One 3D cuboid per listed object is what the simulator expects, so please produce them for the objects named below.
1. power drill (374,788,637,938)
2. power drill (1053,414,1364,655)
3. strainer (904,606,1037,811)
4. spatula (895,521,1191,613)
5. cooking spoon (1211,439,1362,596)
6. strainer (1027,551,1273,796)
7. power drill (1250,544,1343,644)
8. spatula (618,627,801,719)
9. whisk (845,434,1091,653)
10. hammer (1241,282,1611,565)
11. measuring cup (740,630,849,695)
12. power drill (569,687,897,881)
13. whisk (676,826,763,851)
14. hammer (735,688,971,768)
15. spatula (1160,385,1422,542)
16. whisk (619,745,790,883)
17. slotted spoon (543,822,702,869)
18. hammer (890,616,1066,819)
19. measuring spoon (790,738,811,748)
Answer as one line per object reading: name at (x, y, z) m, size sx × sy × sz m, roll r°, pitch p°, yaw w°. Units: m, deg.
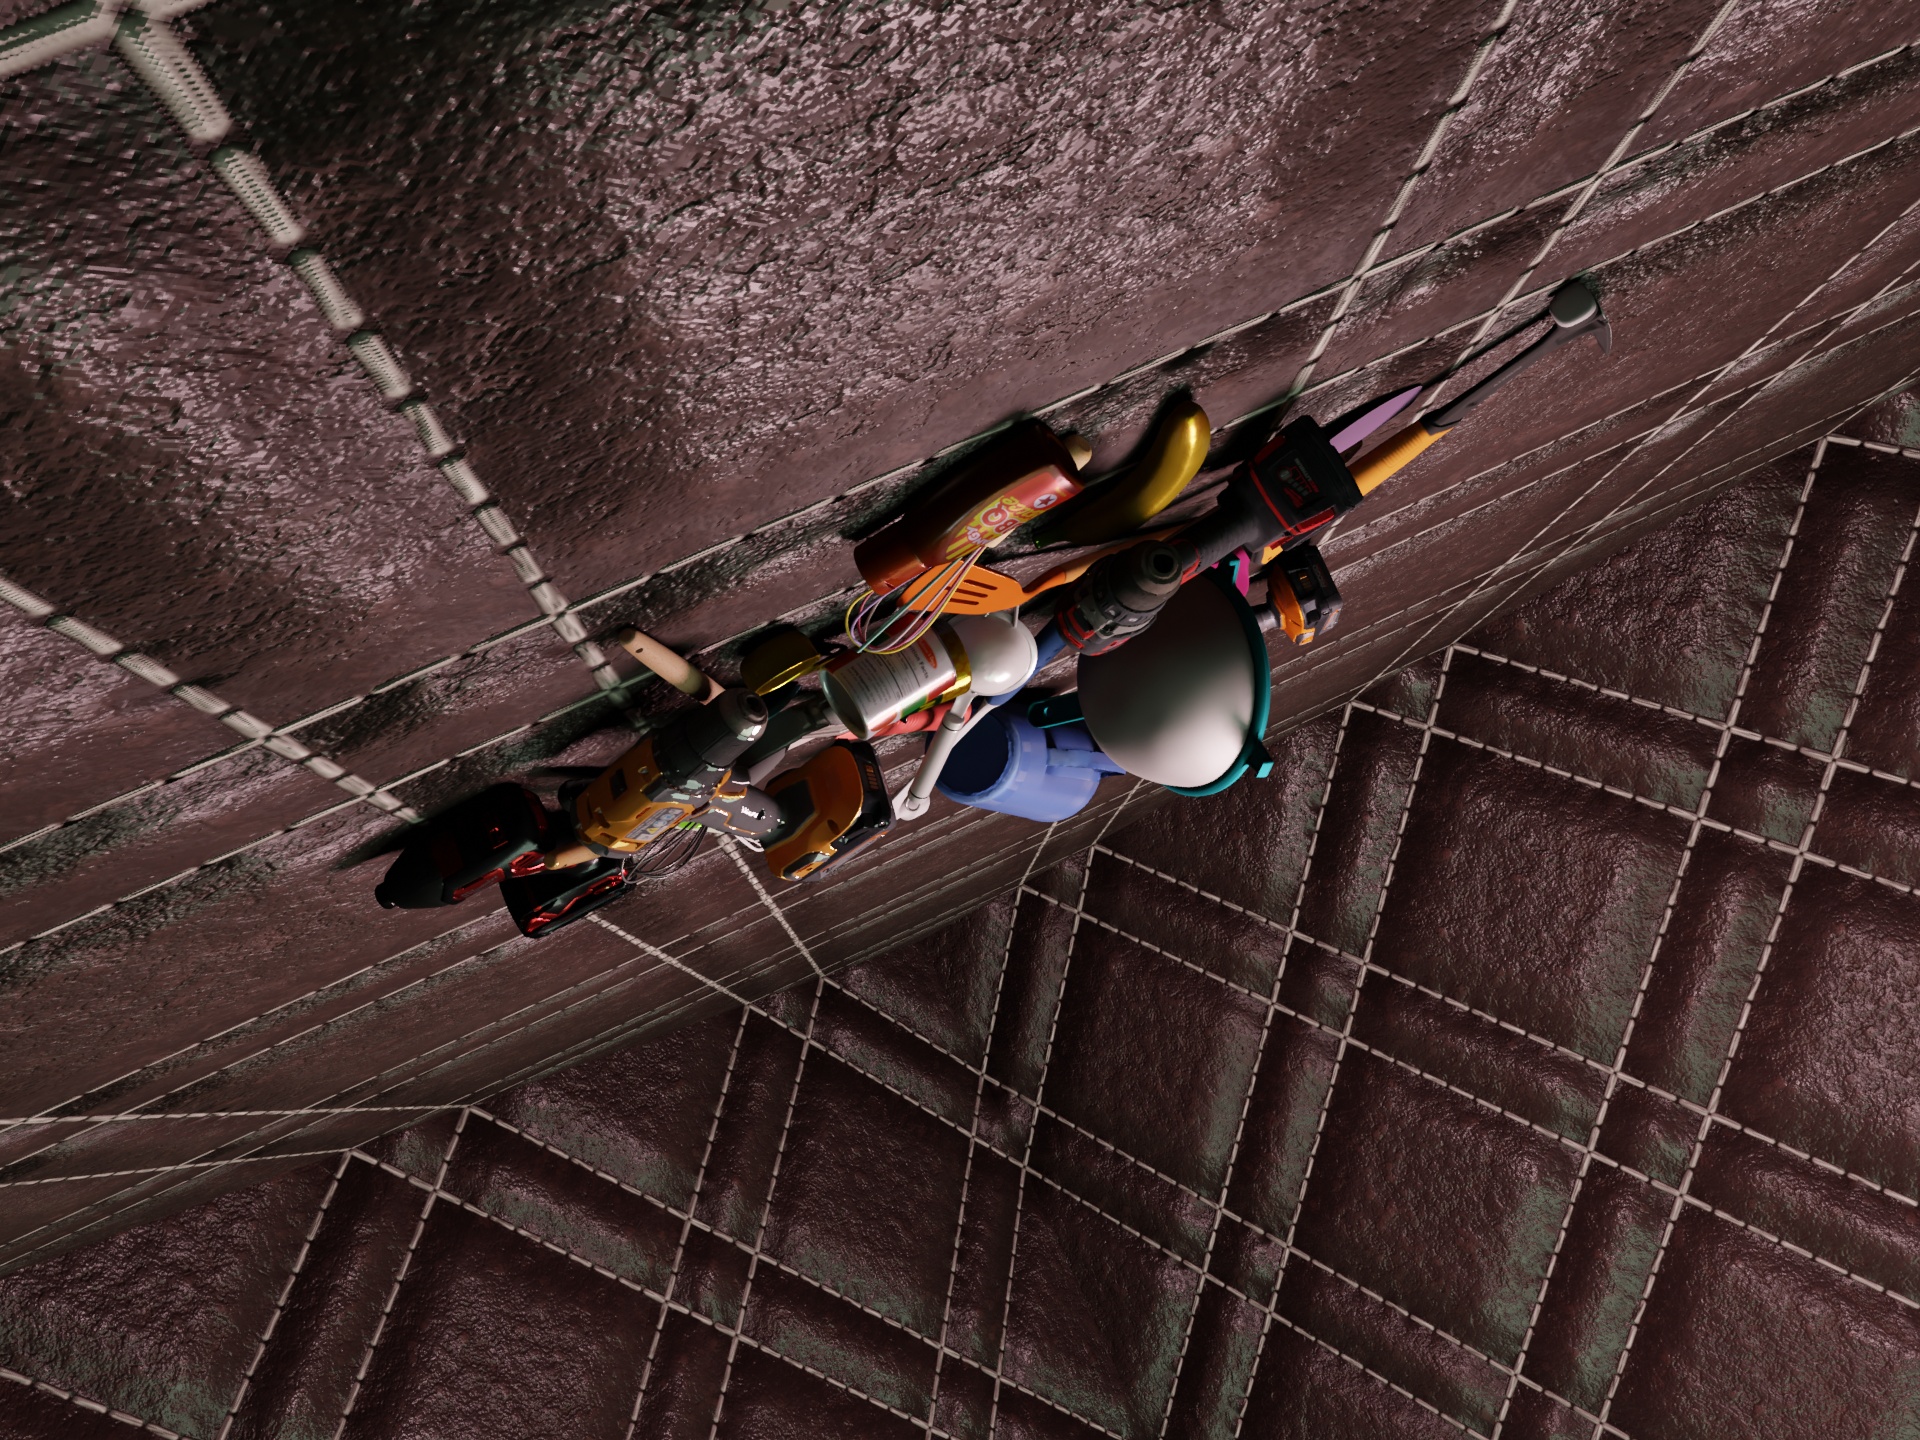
power drill at (-0.363, 0.118, 1.284) m, size 0.143 × 0.079 × 0.219 m, roll -27°, pitch 166°, yaw 6°
power drill at (0.181, -0.132, 1.164) m, size 0.226 × 0.080 × 0.188 m, roll -32°, pitch 179°, yaw -14°
strainer at (-0.002, -0.004, 1.365) m, size 0.087 × 0.050 × 0.258 m, roll 19°, pitch 131°, yaw -8°
spatula at (0.091, -0.130, 1.270) m, size 0.322 × 0.041 × 0.081 m, roll -21°, pitch 171°, yaw -40°
cooking spoon at (0.279, -0.173, 1.464) m, size 0.068 × 0.017 × 0.318 m, roll 17°, pitch 153°, yaw -13°
strainer at (0.133, -0.025, 1.446) m, size 0.095 × 0.211 × 0.340 m, roll -6°, pitch 175°, yaw -33°
power drill at (0.280, -0.101, 1.671) m, size 0.226 × 0.084 × 0.164 m, roll -23°, pitch 167°, yaw 5°
spatula at (-0.184, -0.027, 1.143) m, size 0.082 × 0.044 × 0.317 m, roll -27°, pitch 164°, yaw 3°
whisk at (-0.001, -0.116, 1.090) m, size 0.245 × 0.047 × 0.051 m, roll -39°, pitch 175°, yaw 36°
hammer at (0.378, -0.233, 1.315) m, size 0.337 × 0.034 × 0.127 m, roll -35°, pitch 163°, yaw 23°
measuring cup at (-0.118, -0.050, 1.192) m, size 0.062 × 0.029 × 0.156 m, roll -32°, pitch 179°, yaw 18°
power drill at (-0.151, 0.047, 1.192) m, size 0.185 × 0.084 × 0.226 m, roll -37°, pitch 147°, yaw 32°
whisk at (-0.230, 0.099, 1.570) m, size 0.058 × 0.059 × 0.246 m, roll -64°, pitch 159°, yaw 3°
hammer at (-0.086, 0.006, 1.410) m, size 0.149 × 0.037 × 0.359 m, roll -28°, pitch 172°, yaw 21°
spatula at (0.240, -0.185, 1.291) m, size 0.316 × 0.018 × 0.059 m, roll -32°, pitch 168°, yaw -1°
whisk at (-0.206, 0.064, 1.314) m, size 0.055 × 0.055 × 0.239 m, roll -34°, pitch -173°, yaw 37°
slotted spoon at (-0.258, 0.089, 1.327) m, size 0.070 × 0.031 × 0.313 m, roll -33°, pitch 176°, yaw 17°
hammer at (0.022, -0.012, 1.445) m, size 0.405 × 0.035 × 0.144 m, roll -46°, pitch 167°, yaw 36°
measuring spoon at (-0.162, 0.033, 1.466) m, size 0.124 × 0.018 × 0.034 m, roll -27°, pitch 169°, yaw 3°
